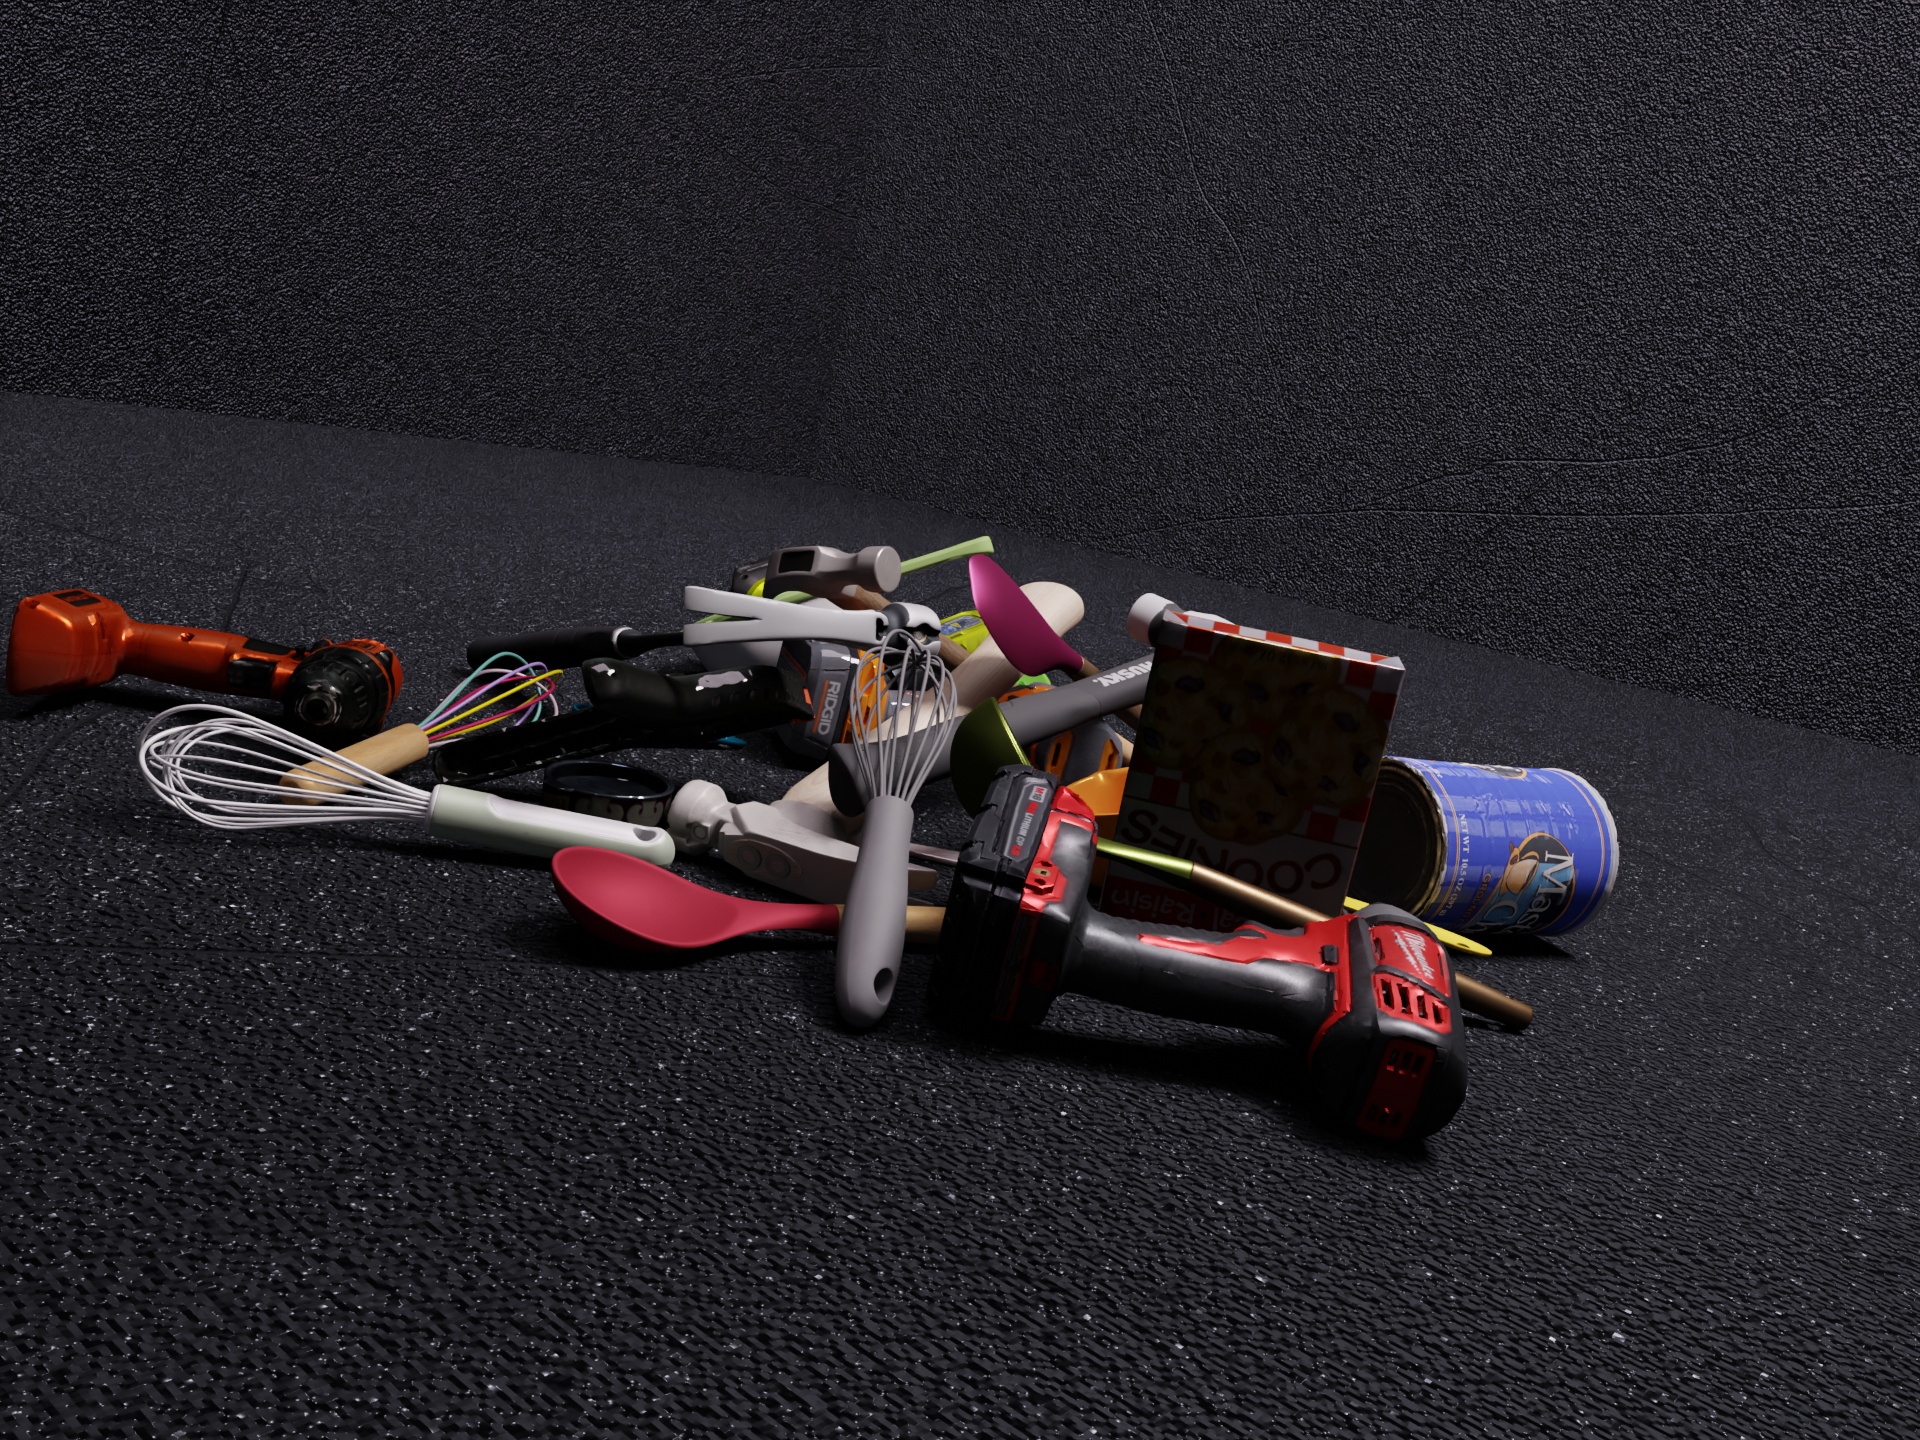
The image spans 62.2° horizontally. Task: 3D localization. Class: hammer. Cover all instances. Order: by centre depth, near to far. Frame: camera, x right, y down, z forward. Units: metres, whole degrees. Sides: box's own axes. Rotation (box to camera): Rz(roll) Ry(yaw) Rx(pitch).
[{"bbox_3d":[0.061,-0.004,0.896,0.334,0.035,0.146,-19,36,-41],"label":"hammer"},{"bbox_3d":[-0.002,-0.003,0.954,0.146,0.038,0.411,16,28,19],"label":"hammer"},{"bbox_3d":[-0.200,-0.047,0.979,0.149,0.036,0.409,3,-3,-42],"label":"hammer"},{"bbox_3d":[-0.032,-0.059,1.190,0.130,0.031,0.331,4,-15,30],"label":"hammer"}]

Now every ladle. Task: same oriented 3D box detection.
[{"bbox_3d":[-0.036,0.093,0.742,0.315,0.031,0.069,7,25,-27],"label":"ladle"},{"bbox_3d":[0.141,0.076,0.786,0.320,0.062,0.078,23,5,-3],"label":"ladle"}]

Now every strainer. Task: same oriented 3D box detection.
[{"bbox_3d":[-0.090,-0.077,1.247,0.256,0.069,0.151,-18,1,-3],"label":"strainer"}]

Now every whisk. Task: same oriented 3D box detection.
[{"bbox_3d":[-0.033,0.041,0.726,0.055,0.055,0.239,10,41,-4],"label":"whisk"},{"bbox_3d":[-0.256,0.039,0.749,0.246,0.059,0.058,13,23,-15],"label":"whisk"},{"bbox_3d":[-0.289,0.004,0.880,0.047,0.051,0.245,-6,12,17],"label":"whisk"}]

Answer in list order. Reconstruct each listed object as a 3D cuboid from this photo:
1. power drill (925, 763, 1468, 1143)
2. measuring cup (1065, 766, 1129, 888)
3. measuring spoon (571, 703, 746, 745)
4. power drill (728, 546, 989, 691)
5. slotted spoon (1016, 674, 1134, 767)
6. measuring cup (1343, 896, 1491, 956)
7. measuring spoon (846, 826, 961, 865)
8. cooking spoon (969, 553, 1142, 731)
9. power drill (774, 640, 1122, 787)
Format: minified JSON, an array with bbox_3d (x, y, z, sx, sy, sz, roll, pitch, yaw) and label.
[{"bbox_3d":[0.106,0.097,0.692,0.219,0.078,0.143,16,24,6],"label":"power drill"},{"bbox_3d":[0.140,0.054,0.917,0.173,0.052,0.095,-12,13,-15],"label":"measuring cup"},{"bbox_3d":[-0.194,0.012,1.027,0.128,0.021,0.042,13,8,-42],"label":"measuring spoon"},{"bbox_3d":[-0.088,-0.076,1.367,0.223,0.080,0.171,21,28,30],"label":"power drill"},{"bbox_3d":[0.090,-0.002,1.315,0.070,0.031,0.314,-2,18,-24],"label":"slotted spoon"},{"bbox_3d":[0.210,0.113,0.875,0.156,0.029,0.062,17,13,18],"label":"measuring cup"},{"bbox_3d":[-0.013,0.069,0.897,0.124,0.018,0.034,12,11,2],"label":"measuring spoon"},{"bbox_3d":[0.085,-0.028,1.044,0.017,0.069,0.318,-20,-28,23],"label":"cooking spoon"},{"bbox_3d":[-0.016,-0.007,1.119,0.226,0.084,0.164,12,10,-18],"label":"power drill"}]
